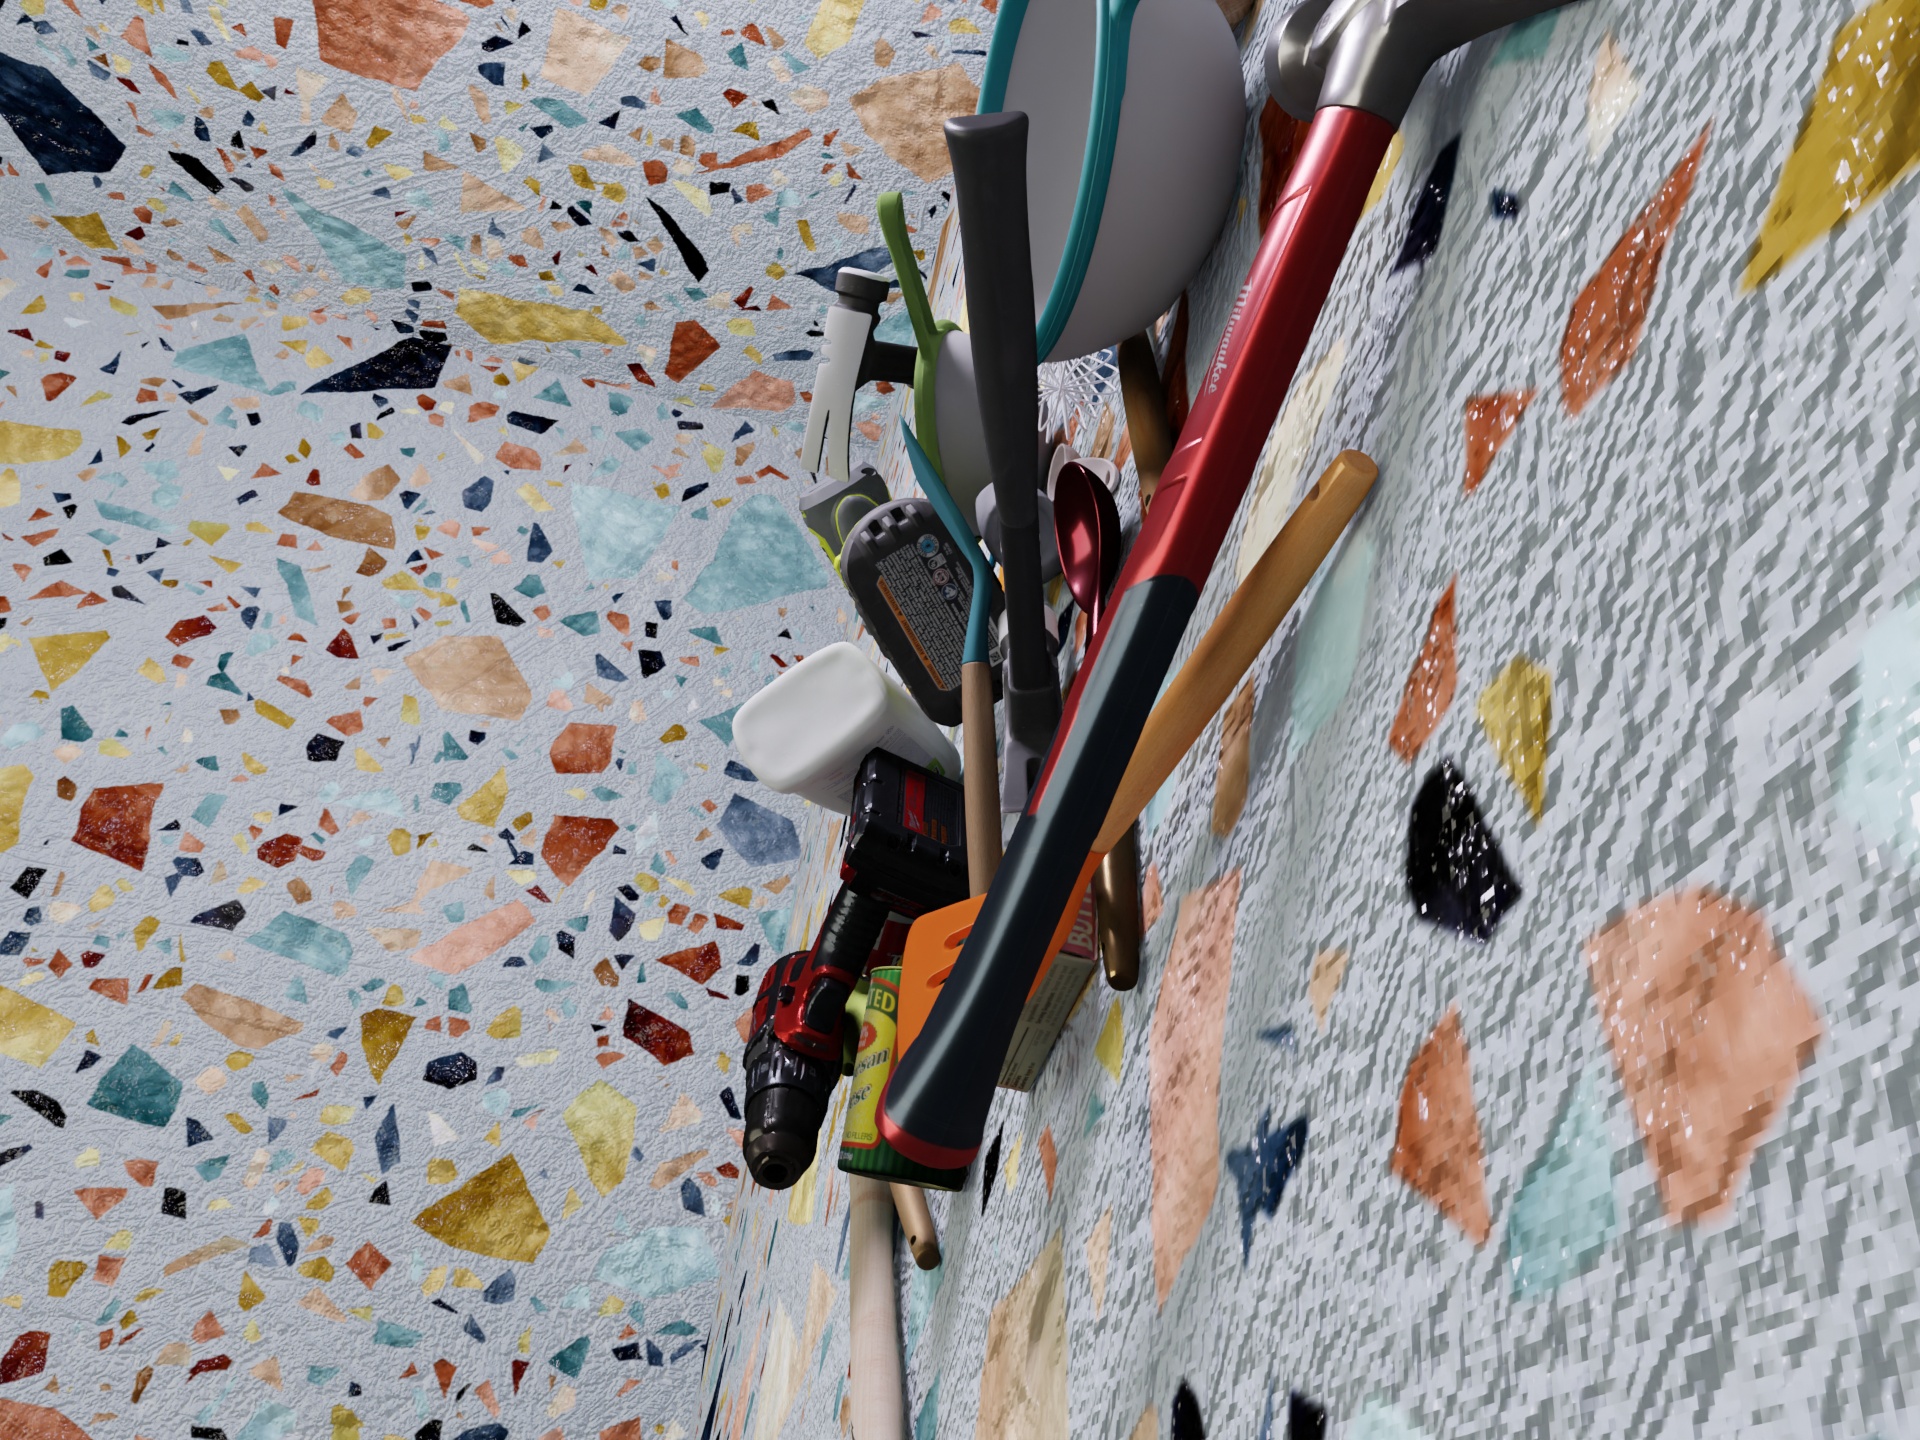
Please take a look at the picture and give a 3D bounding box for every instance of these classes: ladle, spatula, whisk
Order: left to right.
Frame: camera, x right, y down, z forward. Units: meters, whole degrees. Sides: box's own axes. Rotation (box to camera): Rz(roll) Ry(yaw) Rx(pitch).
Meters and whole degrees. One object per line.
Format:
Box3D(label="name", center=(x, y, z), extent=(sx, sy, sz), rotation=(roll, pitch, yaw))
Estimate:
Box3D(label="ladle", center=(-0.037, 0.241, 0.974), extent=(0.078, 0.062, 0.320), rotation=(-58, 18, 7))
Box3D(label="spatula", center=(-0.001, -0.003, 0.834), extent=(0.082, 0.044, 0.318), rotation=(76, -169, -76))
Box3D(label="whisk", center=(0.058, -0.227, 0.975), extent=(0.285, 0.070, 0.070), rotation=(-84, 9, -69))
Box3D(label="spatula", center=(0.049, 0.025, 0.560), extent=(0.322, 0.041, 0.081), rotation=(119, 160, -44))
Box3D(label="ladle", center=(0.061, -0.011, 0.687), extent=(0.316, 0.031, 0.069), rotation=(-89, 2, -48))

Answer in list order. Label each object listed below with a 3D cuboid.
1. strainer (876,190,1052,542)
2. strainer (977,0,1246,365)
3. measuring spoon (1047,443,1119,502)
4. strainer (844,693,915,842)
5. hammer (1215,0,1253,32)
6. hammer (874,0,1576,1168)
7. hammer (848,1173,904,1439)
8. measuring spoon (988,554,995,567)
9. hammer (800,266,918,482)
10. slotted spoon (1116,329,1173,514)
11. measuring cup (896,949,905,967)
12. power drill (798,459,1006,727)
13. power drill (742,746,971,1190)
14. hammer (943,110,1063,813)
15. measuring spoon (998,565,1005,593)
Box3D(label="strainer", center=(0.011, -0.223, 1.004), extent=(0.256, 0.069, 0.152), rotation=(69, -156, -48))
Box3D(label="strainer", center=(0.089, -0.277, 0.673), extent=(0.340, 0.095, 0.211), rotation=(135, 136, -67))
Box3D(label="measuring spoon", center=(0.072, -0.133, 0.875), extent=(0.124, 0.018, 0.034), rotation=(-139, 58, -74))
Box3D(label="strainer", center=(-0.039, -0.001, 1.218), extent=(0.086, 0.050, 0.259), rotation=(69, -144, -55))
Box3D(label="hammer", center=(0.100, -0.330, 0.910), extent=(0.331, 0.031, 0.130), rotation=(154, 129, -80))
Box3D(label="hammer", center=(0.061, -0.033, 0.471), extent=(0.143, 0.038, 0.386), rotation=(-123, 53, -73))
Box3D(label="hammer", center=(-0.051, 0.346, 0.880), extent=(0.411, 0.038, 0.146), rotation=(-103, 25, -74))
Box3D(label="measuring spoon", center=(0.017, -0.132, 1.223), extent=(0.042, 0.021, 0.128), rotation=(-89, 13, -57))
Box3D(label="hammer", center=(-0.018, -0.238, 1.118), extent=(0.337, 0.034, 0.127), rotation=(-26, -49, -67))
Box3D(label="slotted spoon", center=(0.087, -0.180, 0.782), extent=(0.314, 0.031, 0.070), rotation=(-89, 17, -52))
Box3D(label="measuring cup", center=(-0.006, 0.121, 1.001), extent=(0.062, 0.029, 0.157), rotation=(-43, 22, 61))
Box3D(label="power drill", center=(-0.026, -0.070, 1.030), extent=(0.190, 0.080, 0.229), rotation=(60, 176, -15))
Box3D(label="power drill", center=(-0.069, 0.150, 0.949), extent=(0.226, 0.080, 0.188), rotation=(-61, 12, 23))
Box3D(label="hammer", center=(0.023, -0.102, 0.687), extent=(0.334, 0.035, 0.146), rotation=(83, -175, -47))
Box3D(label="measuring spoon", center=(0.036, -0.118, 1.125), extent=(0.021, 0.011, 0.117), rotation=(124, 154, -67))
